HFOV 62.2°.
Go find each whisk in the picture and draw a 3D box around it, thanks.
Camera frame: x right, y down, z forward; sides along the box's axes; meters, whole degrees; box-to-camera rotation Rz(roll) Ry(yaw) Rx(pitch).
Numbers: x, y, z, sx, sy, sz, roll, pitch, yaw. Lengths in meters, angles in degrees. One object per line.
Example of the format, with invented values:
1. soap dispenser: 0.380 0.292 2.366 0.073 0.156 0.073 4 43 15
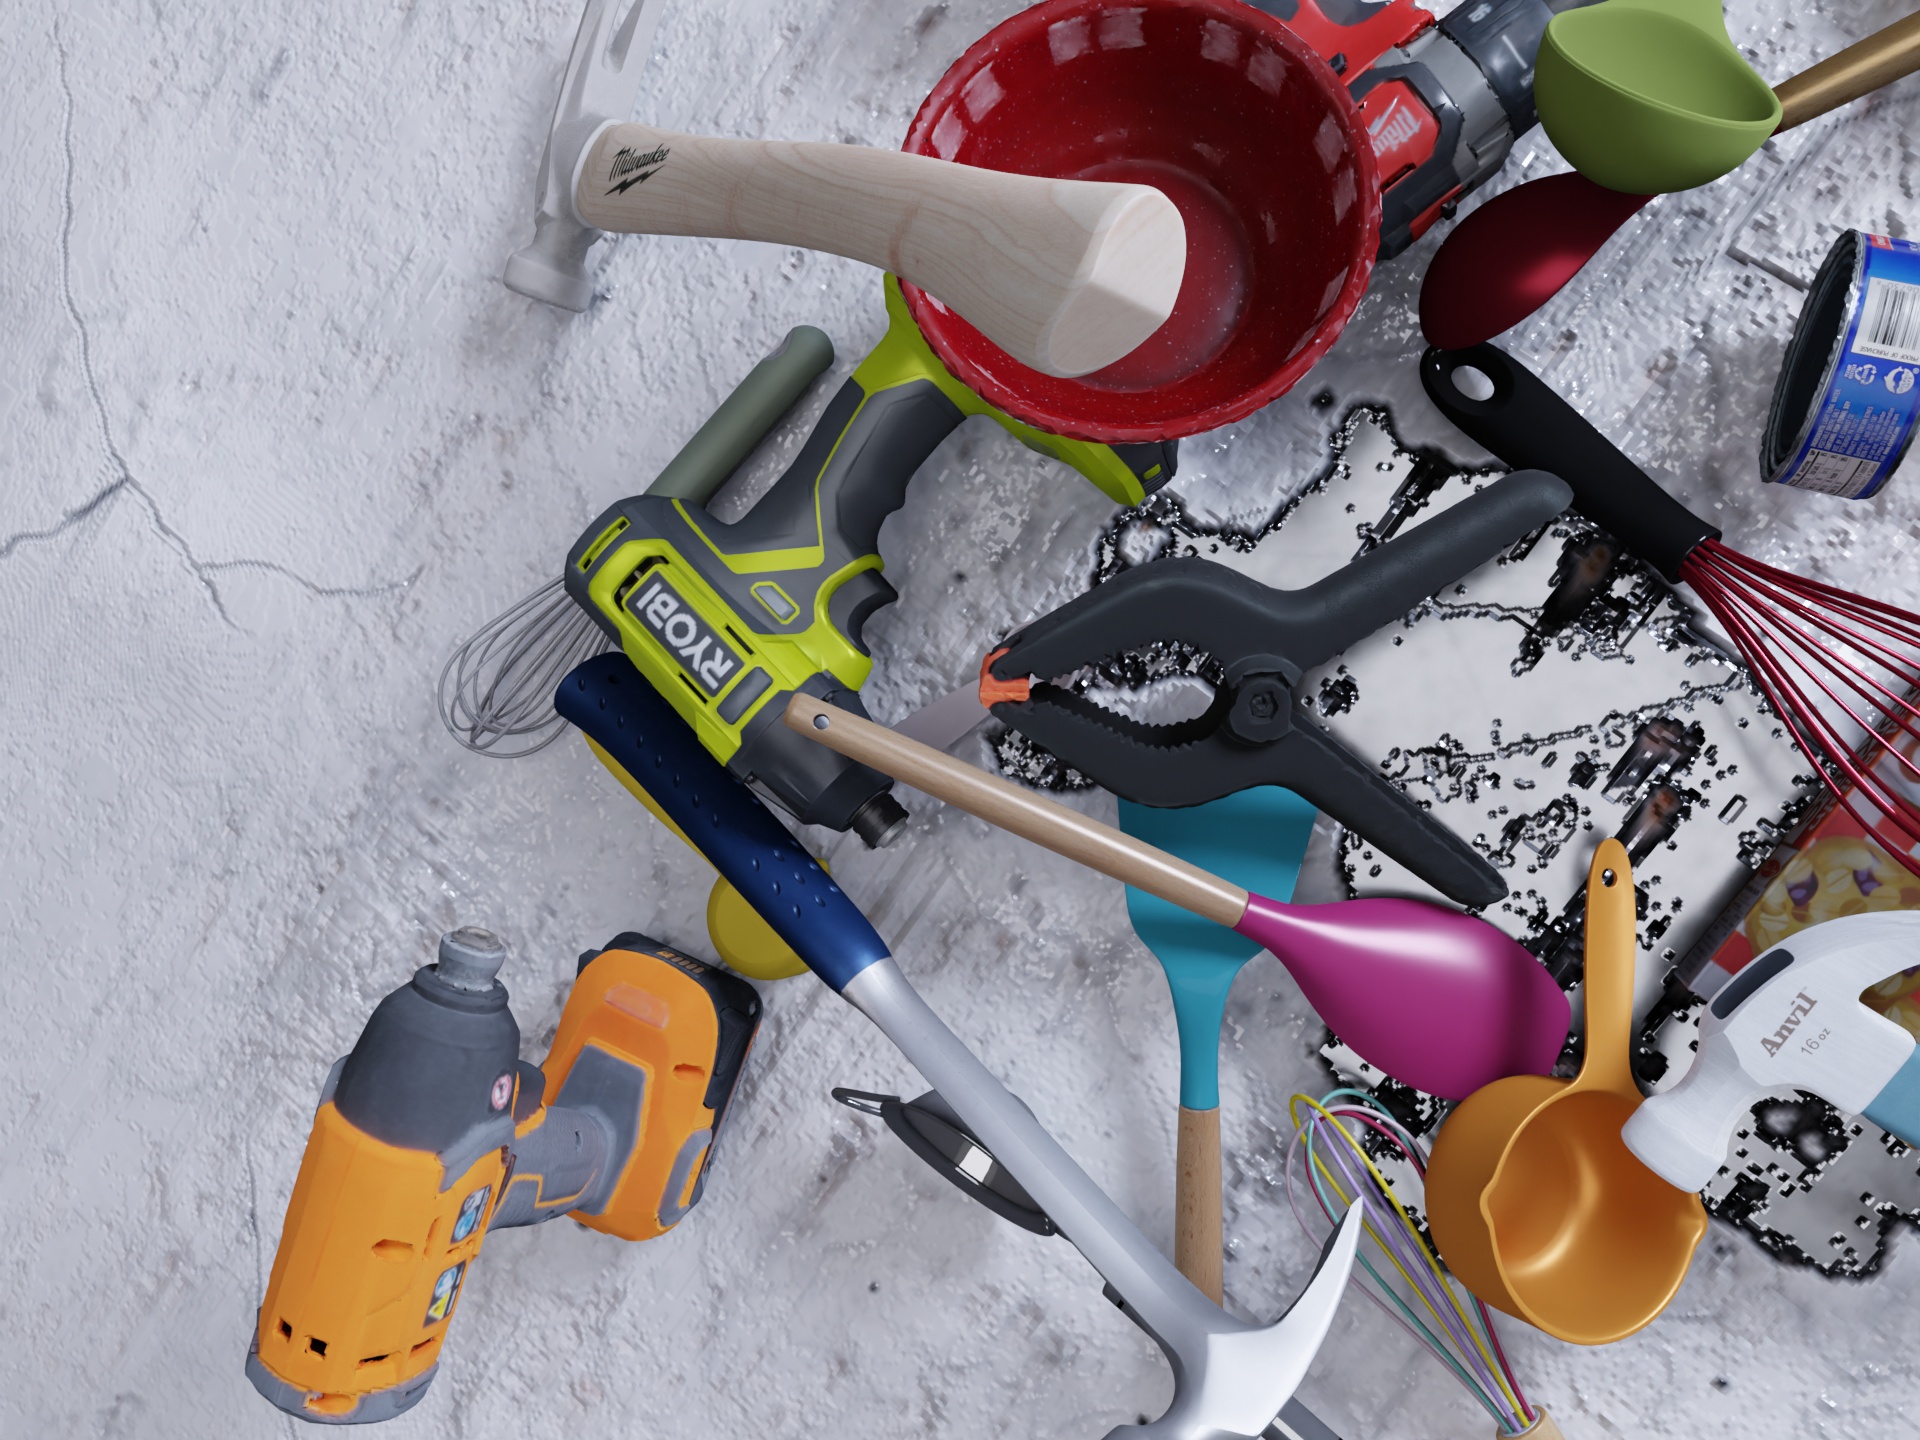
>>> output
1. whisk: -0.141 -0.077 0.698 0.059 0.058 0.246 40 101 -22
2. whisk: 0.264 -0.043 0.536 0.073 0.073 0.296 -48 60 13
3. whisk: 0.197 0.243 0.598 0.047 0.051 0.245 -38 83 46

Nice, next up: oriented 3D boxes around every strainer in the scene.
1. strainer: 0.059 0.211 0.616 0.259 0.086 0.050 37 67 21

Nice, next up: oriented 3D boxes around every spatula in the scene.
1. spatula: 0.099 0.175 0.634 0.082 0.044 0.317 2 96 16

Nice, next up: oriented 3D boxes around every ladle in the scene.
1. ladle: 0.294 -0.211 0.520 0.315 0.031 0.069 -23 42 28
2. ladle: 0.270 -0.314 0.523 0.078 0.062 0.320 23 83 5

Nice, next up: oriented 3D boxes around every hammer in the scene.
1. hammer: -0.025 0.105 0.616 0.406 0.144 0.035 43 146 26
2. hammer: 0.389 0.175 0.504 0.331 0.033 0.128 33 102 3
3. hammer: -0.061 -0.192 0.553 0.411 0.038 0.146 31 106 51

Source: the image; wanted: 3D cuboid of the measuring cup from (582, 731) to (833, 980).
1. measuring cup: -0.117 0.051 0.695 0.156 0.029 0.062 43 102 11

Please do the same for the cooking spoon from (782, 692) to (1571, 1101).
1. cooking spoon: 0.081 0.061 0.594 0.319 0.017 0.069 24 87 -2

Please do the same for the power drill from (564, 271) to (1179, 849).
1. power drill: -0.026 -0.074 0.627 0.223 0.080 0.171 -45 80 7

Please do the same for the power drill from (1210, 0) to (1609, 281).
1. power drill: 0.129 -0.287 0.592 0.188 0.080 0.227 -37 83 15

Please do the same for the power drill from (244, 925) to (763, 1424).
1. power drill: -0.160 0.146 0.606 0.084 0.226 0.164 21 97 16

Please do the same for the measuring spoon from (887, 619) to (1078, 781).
1. measuring spoon: -0.001 -0.002 0.669 0.124 0.018 0.034 -32 81 22

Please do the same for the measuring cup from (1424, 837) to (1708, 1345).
1. measuring cup: 0.215 0.130 0.574 0.095 0.052 0.174 10 80 -17
